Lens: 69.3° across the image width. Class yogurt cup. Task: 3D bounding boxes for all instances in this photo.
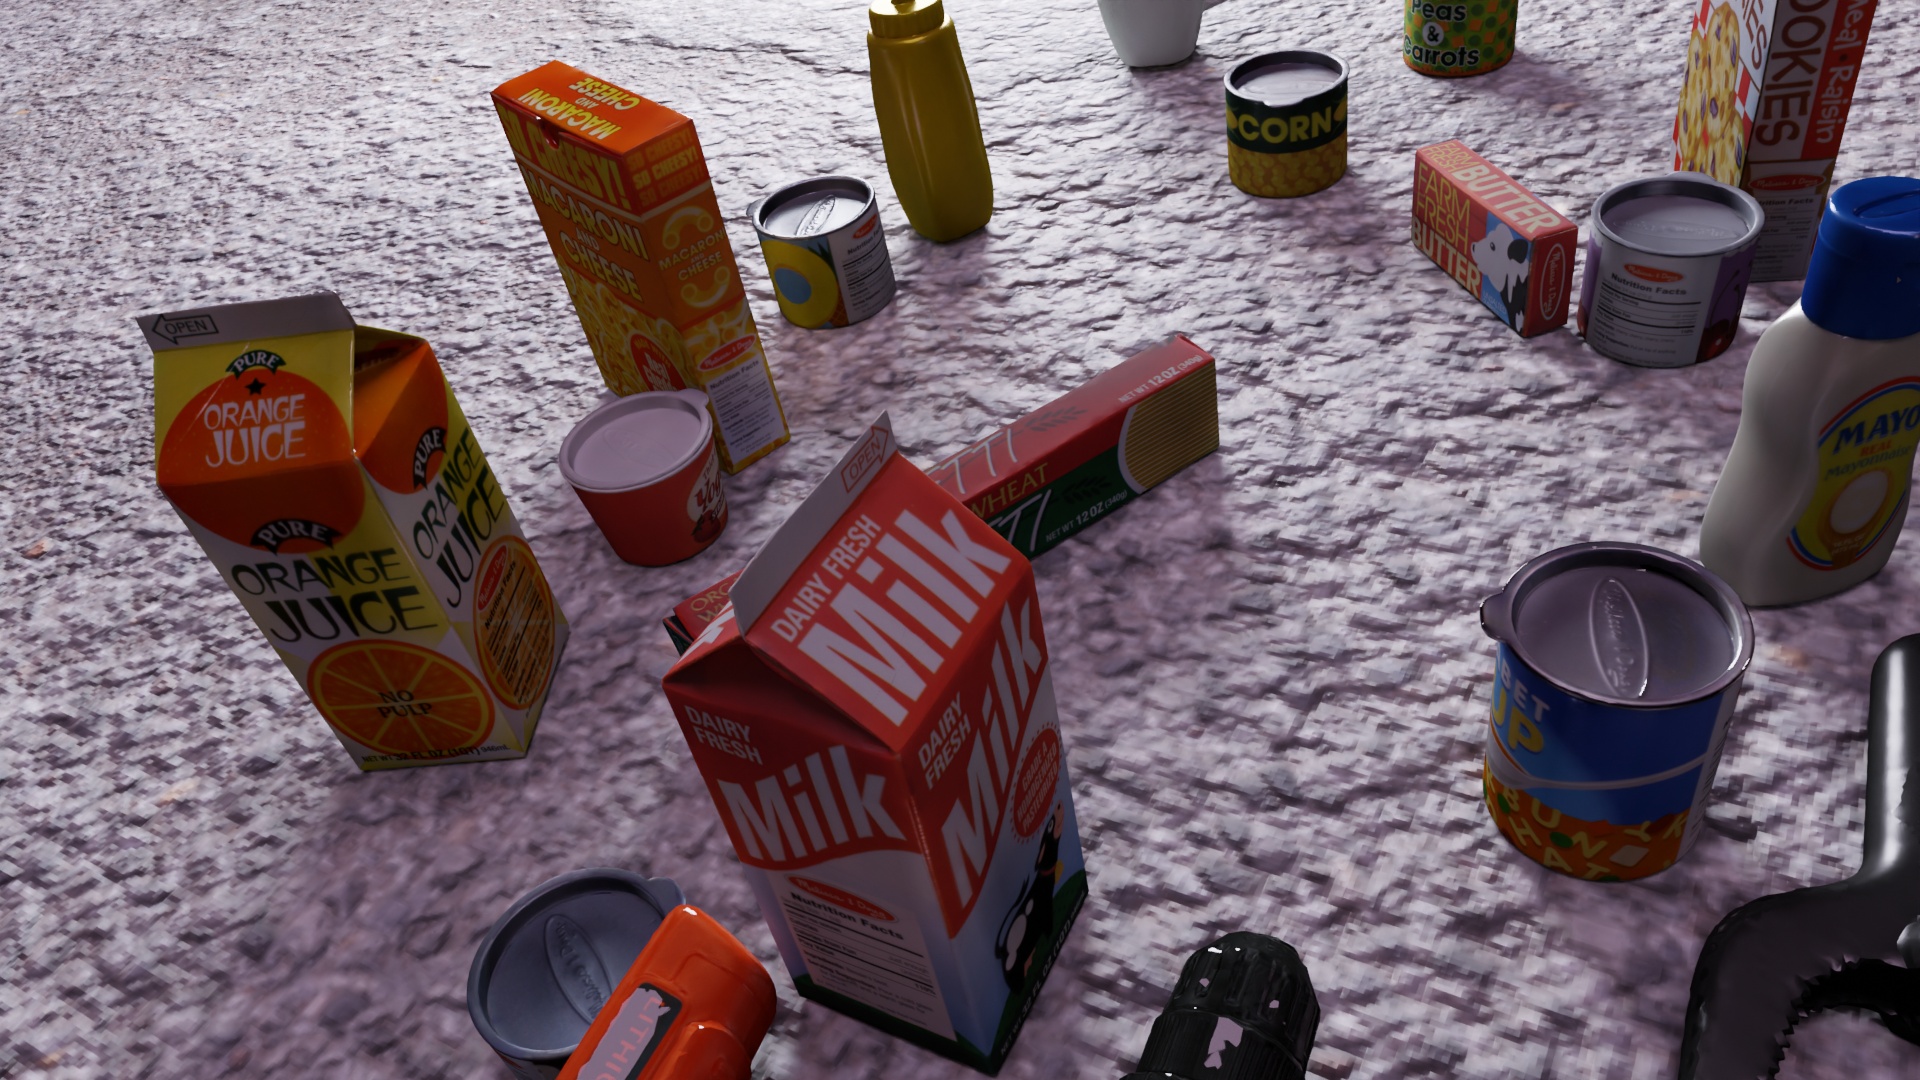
[{"bbox_3d":[-0.136,-0.026,0.616,0.072,0.053,0.073,-7,41,6],"label":"yogurt cup"}]

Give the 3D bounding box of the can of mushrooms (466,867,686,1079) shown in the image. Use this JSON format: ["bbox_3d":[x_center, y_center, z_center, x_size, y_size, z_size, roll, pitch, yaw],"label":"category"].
[{"bbox_3d":[-0.115,0.139,0.438,0.071,0.033,0.071,-7,41,6],"label":"can of mushrooms"}]

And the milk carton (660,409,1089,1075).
[{"bbox_3d":[-0.020,0.059,0.385,0.073,0.189,0.073,13,47,27],"label":"milk carton"}]

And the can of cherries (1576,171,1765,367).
[{"bbox_3d":[0.309,-0.118,0.606,0.071,0.058,0.072,-7,41,6],"label":"can of cherries"}]

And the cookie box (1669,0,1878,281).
[{"bbox_3d":[0.364,-0.220,0.624,0.040,0.166,0.123,0,42,14],"label":"cookie box"}]

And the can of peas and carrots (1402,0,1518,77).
[{"bbox_3d":[0.300,-0.318,0.835,0.071,0.058,0.071,-7,41,6],"label":"can of peas and carrots"}]

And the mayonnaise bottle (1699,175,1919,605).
[{"bbox_3d":[0.290,-0.045,0.459,0.065,0.147,0.041,-16,41,-4],"label":"mayonnaise bottle"}]

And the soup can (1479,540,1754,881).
[{"bbox_3d":[0.193,0.052,0.421,0.071,0.083,0.072,-7,41,6],"label":"soup can"}]

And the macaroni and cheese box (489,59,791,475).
[{"bbox_3d":[-0.147,-0.125,0.646,0.040,0.165,0.124,-36,46,-24],"label":"macaroni and cheese box"}]

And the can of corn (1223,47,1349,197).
[{"bbox_3d":[0.179,-0.228,0.763,0.071,0.058,0.071,-7,41,6],"label":"can of corn"}]

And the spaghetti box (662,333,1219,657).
[{"bbox_3d":[0.002,-0.007,0.562,0.251,0.050,0.029,-30,43,-19],"label":"spaghetti box"}]

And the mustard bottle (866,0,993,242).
[{"bbox_3d":[-0.020,-0.243,0.753,0.049,0.159,0.065,-26,42,-15],"label":"mustard bottle"}]

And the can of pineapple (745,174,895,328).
[{"bbox_3d":[-0.073,-0.155,0.744,0.071,0.057,0.071,-7,41,6],"label":"can of pineapple"}]

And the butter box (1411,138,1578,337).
[{"bbox_3d":[0.248,-0.144,0.654,0.024,0.052,0.104,-17,41,-5],"label":"butter box"}]

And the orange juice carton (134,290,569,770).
[{"bbox_3d":[-0.217,-0.006,0.507,0.072,0.191,0.073,-6,41,8],"label":"orange juice carton"}]
